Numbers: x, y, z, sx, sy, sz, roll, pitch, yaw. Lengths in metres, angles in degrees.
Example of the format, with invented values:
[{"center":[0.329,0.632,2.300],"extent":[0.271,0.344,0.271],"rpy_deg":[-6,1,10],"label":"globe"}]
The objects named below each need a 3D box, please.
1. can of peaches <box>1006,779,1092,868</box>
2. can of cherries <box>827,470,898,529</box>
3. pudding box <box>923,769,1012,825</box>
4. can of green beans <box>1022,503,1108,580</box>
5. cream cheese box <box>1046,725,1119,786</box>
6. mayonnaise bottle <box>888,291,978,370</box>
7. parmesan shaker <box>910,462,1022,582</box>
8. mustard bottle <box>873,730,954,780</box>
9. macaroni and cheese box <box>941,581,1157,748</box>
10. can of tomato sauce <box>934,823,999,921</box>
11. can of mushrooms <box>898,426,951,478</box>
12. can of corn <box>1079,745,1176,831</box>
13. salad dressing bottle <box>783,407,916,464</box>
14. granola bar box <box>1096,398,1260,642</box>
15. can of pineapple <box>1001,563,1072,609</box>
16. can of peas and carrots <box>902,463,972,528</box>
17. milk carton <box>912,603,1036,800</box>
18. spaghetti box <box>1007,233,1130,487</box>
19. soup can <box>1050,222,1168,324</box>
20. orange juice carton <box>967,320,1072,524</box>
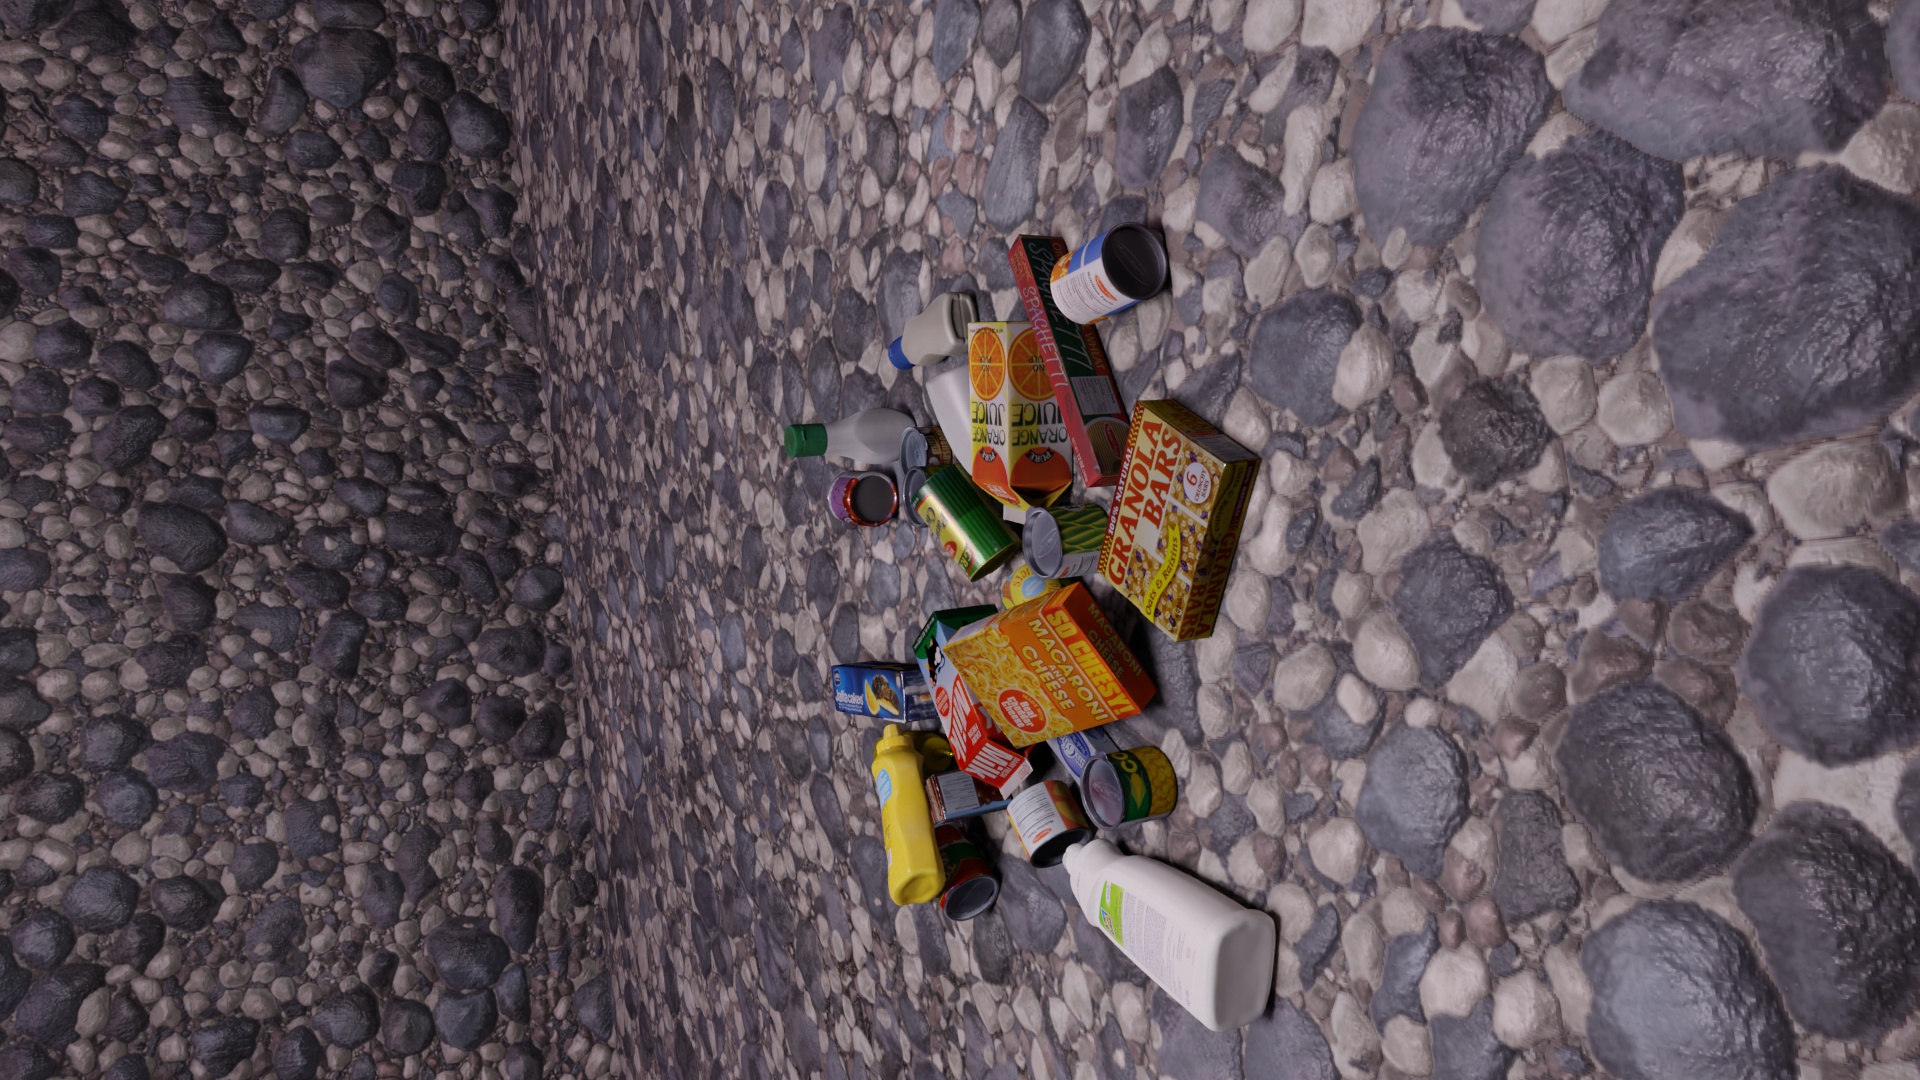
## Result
[{"center":[0.086,0.272,1.333],"extent":[0.058,0.071,0.070],"rpy_deg":[61,144,35],"label":"can of peaches"},{"center":[-0.114,-0.047,1.635],"extent":[0.058,0.072,0.071],"rpy_deg":[5,100,59],"label":"can of cherries"},{"center":[0.008,0.264,1.451],"extent":[0.030,0.084,0.050],"rpy_deg":[-45,57,57],"label":"pudding box"},{"center":[0.098,0.001,1.268],"extent":[0.071,0.058,0.071],"rpy_deg":[18,111,59],"label":"can of green beans"},{"center":[0.117,0.197,1.304],"extent":[0.104,0.024,0.053],"rpy_deg":[51,139,45],"label":"cream cheese box"},{"center":[-0.032,-0.217,1.484],"extent":[0.148,0.041,0.065],"rpy_deg":[-16,79,62],"label":"mayonnaise bottle"},{"center":[0.005,-0.017,1.393],"extent":[0.103,0.071,0.071],"rpy_deg":[52,142,12],"label":"parmesan shaker"},{"center":[-0.049,0.246,1.586],"extent":[0.159,0.049,0.065],"rpy_deg":[-25,75,60],"label":"mustard bottle"},{"center":[0.078,0.114,1.253],"extent":[0.166,0.040,0.123],"rpy_deg":[-25,105,46],"label":"macaroni and cheese box"},{"center":[-0.007,0.360,1.509],"extent":[0.083,0.071,0.070],"rpy_deg":[50,136,46],"label":"can of tomato sauce"},{"center":[-0.038,-0.093,1.523],"extent":[0.071,0.033,0.071],"rpy_deg":[17,109,60],"label":"can of mushrooms"},{"center":[0.147,0.214,1.217],"extent":[0.071,0.058,0.071],"rpy_deg":[18,110,59],"label":"can of corn"},{"center":[-0.123,-0.115,1.553],"extent":[0.044,0.148,0.064],"rpy_deg":[-31,68,59],"label":"salad dressing bottle"},{"center":[0.175,-0.018,1.146],"extent":[0.124,0.039,0.164],"rpy_deg":[45,133,49],"label":"granola bar box"},{"center":[0.078,0.058,1.303],"extent":[0.058,0.071,0.070],"rpy_deg":[58,142,39],"label":"can of pineapple"},{"center":[-0.020,-0.047,1.473],"extent":[0.071,0.059,0.070],"rpy_deg":[18,111,58],"label":"can of peas and carrots"},{"center":[0.024,0.165,1.415],"extent":[0.072,0.073,0.191],"rpy_deg":[-58,46,48],"label":"milk carton"},{"center":[0.102,-0.163,1.242],"extent":[0.028,0.050,0.251],"rpy_deg":[-46,55,53],"label":"spaghetti box"},{"center":[0.126,-0.226,1.174],"extent":[0.083,0.071,0.071],"rpy_deg":[-14,82,62],"label":"soup can"},{"center":[0.056,-0.110,1.309],"extent":[0.072,0.073,0.192],"rpy_deg":[13,107,60],"label":"orange juice carton"}]
